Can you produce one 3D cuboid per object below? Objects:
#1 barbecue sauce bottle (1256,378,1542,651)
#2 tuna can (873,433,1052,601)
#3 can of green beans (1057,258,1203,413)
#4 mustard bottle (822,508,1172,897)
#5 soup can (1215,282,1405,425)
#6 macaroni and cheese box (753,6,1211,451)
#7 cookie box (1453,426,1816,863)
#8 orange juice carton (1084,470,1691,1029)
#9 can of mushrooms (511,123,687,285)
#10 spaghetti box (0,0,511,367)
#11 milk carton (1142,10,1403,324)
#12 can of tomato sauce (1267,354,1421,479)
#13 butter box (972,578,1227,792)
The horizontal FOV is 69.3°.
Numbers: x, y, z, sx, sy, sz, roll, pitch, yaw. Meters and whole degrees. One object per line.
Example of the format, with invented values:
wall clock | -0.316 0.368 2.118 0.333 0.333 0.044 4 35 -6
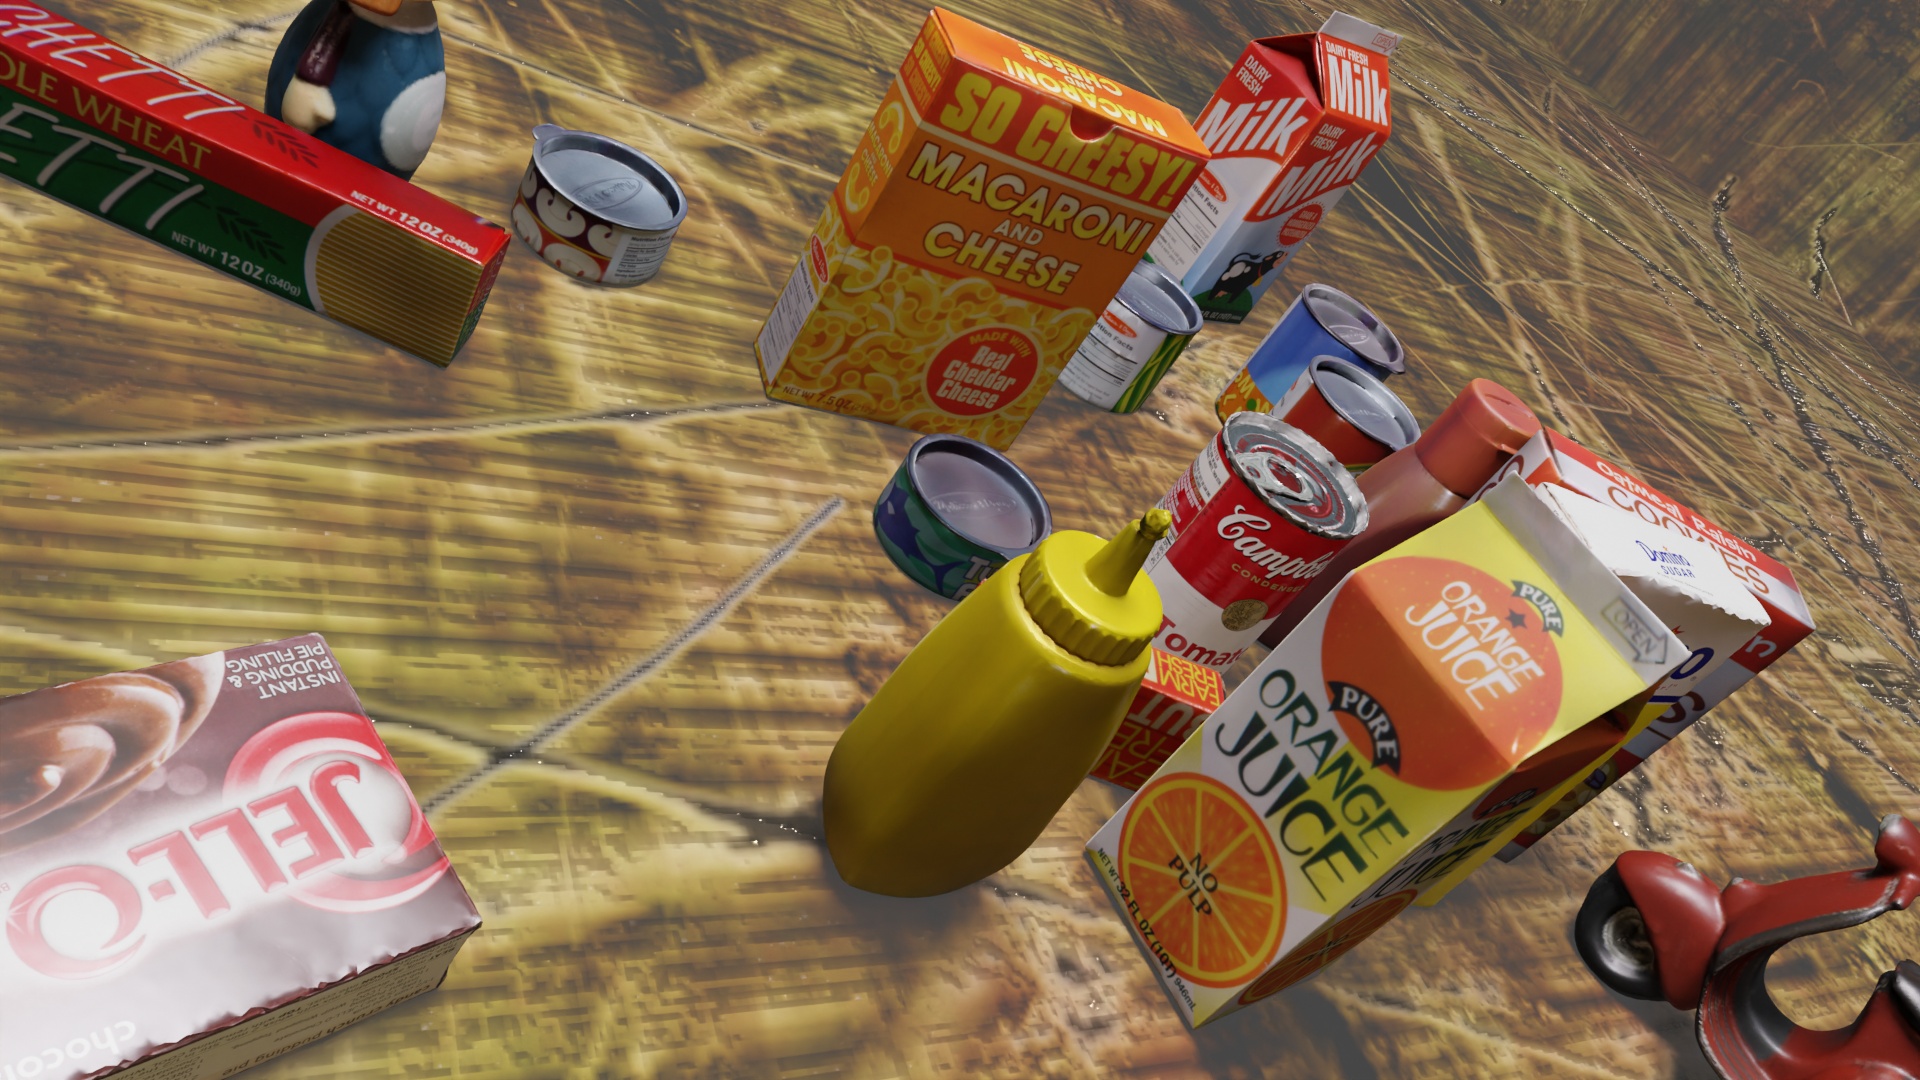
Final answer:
barbecue sauce bottle | 0.190 -0.005 0.612 0.065 0.147 0.044 17 38 -25
tuna can | 0.002 -0.007 0.557 0.071 0.032 0.071 23 37 -18
can of green beans | 0.082 -0.108 0.722 0.071 0.057 0.071 23 37 -18
mustard bottle | 0.016 0.044 0.397 0.065 0.159 0.049 9 42 -33
soup can | 0.193 -0.087 0.767 0.071 0.083 0.072 23 37 -18
macaroni and cheese box | 0.006 -0.118 0.574 0.124 0.165 0.040 10 42 -32
cookie box | 0.229 0.048 0.565 0.123 0.166 0.040 28 35 -12
orange juice carton | 0.130 0.068 0.435 0.073 0.191 0.072 -2 49 -42
can of mushrooms | -0.154 -0.141 0.584 0.071 0.033 0.071 23 37 -18
spaghetti box | -0.278 -0.133 0.456 0.250 0.050 0.029 24 36 -15
milk carton | 0.182 -0.225 0.827 0.072 0.189 0.073 -3 50 -42
can of tomato sauce | 0.180 -0.039 0.700 0.071 0.082 0.071 23 37 -18
butter box | 0.039 0.055 0.498 0.103 0.053 0.024 22 37 -18
